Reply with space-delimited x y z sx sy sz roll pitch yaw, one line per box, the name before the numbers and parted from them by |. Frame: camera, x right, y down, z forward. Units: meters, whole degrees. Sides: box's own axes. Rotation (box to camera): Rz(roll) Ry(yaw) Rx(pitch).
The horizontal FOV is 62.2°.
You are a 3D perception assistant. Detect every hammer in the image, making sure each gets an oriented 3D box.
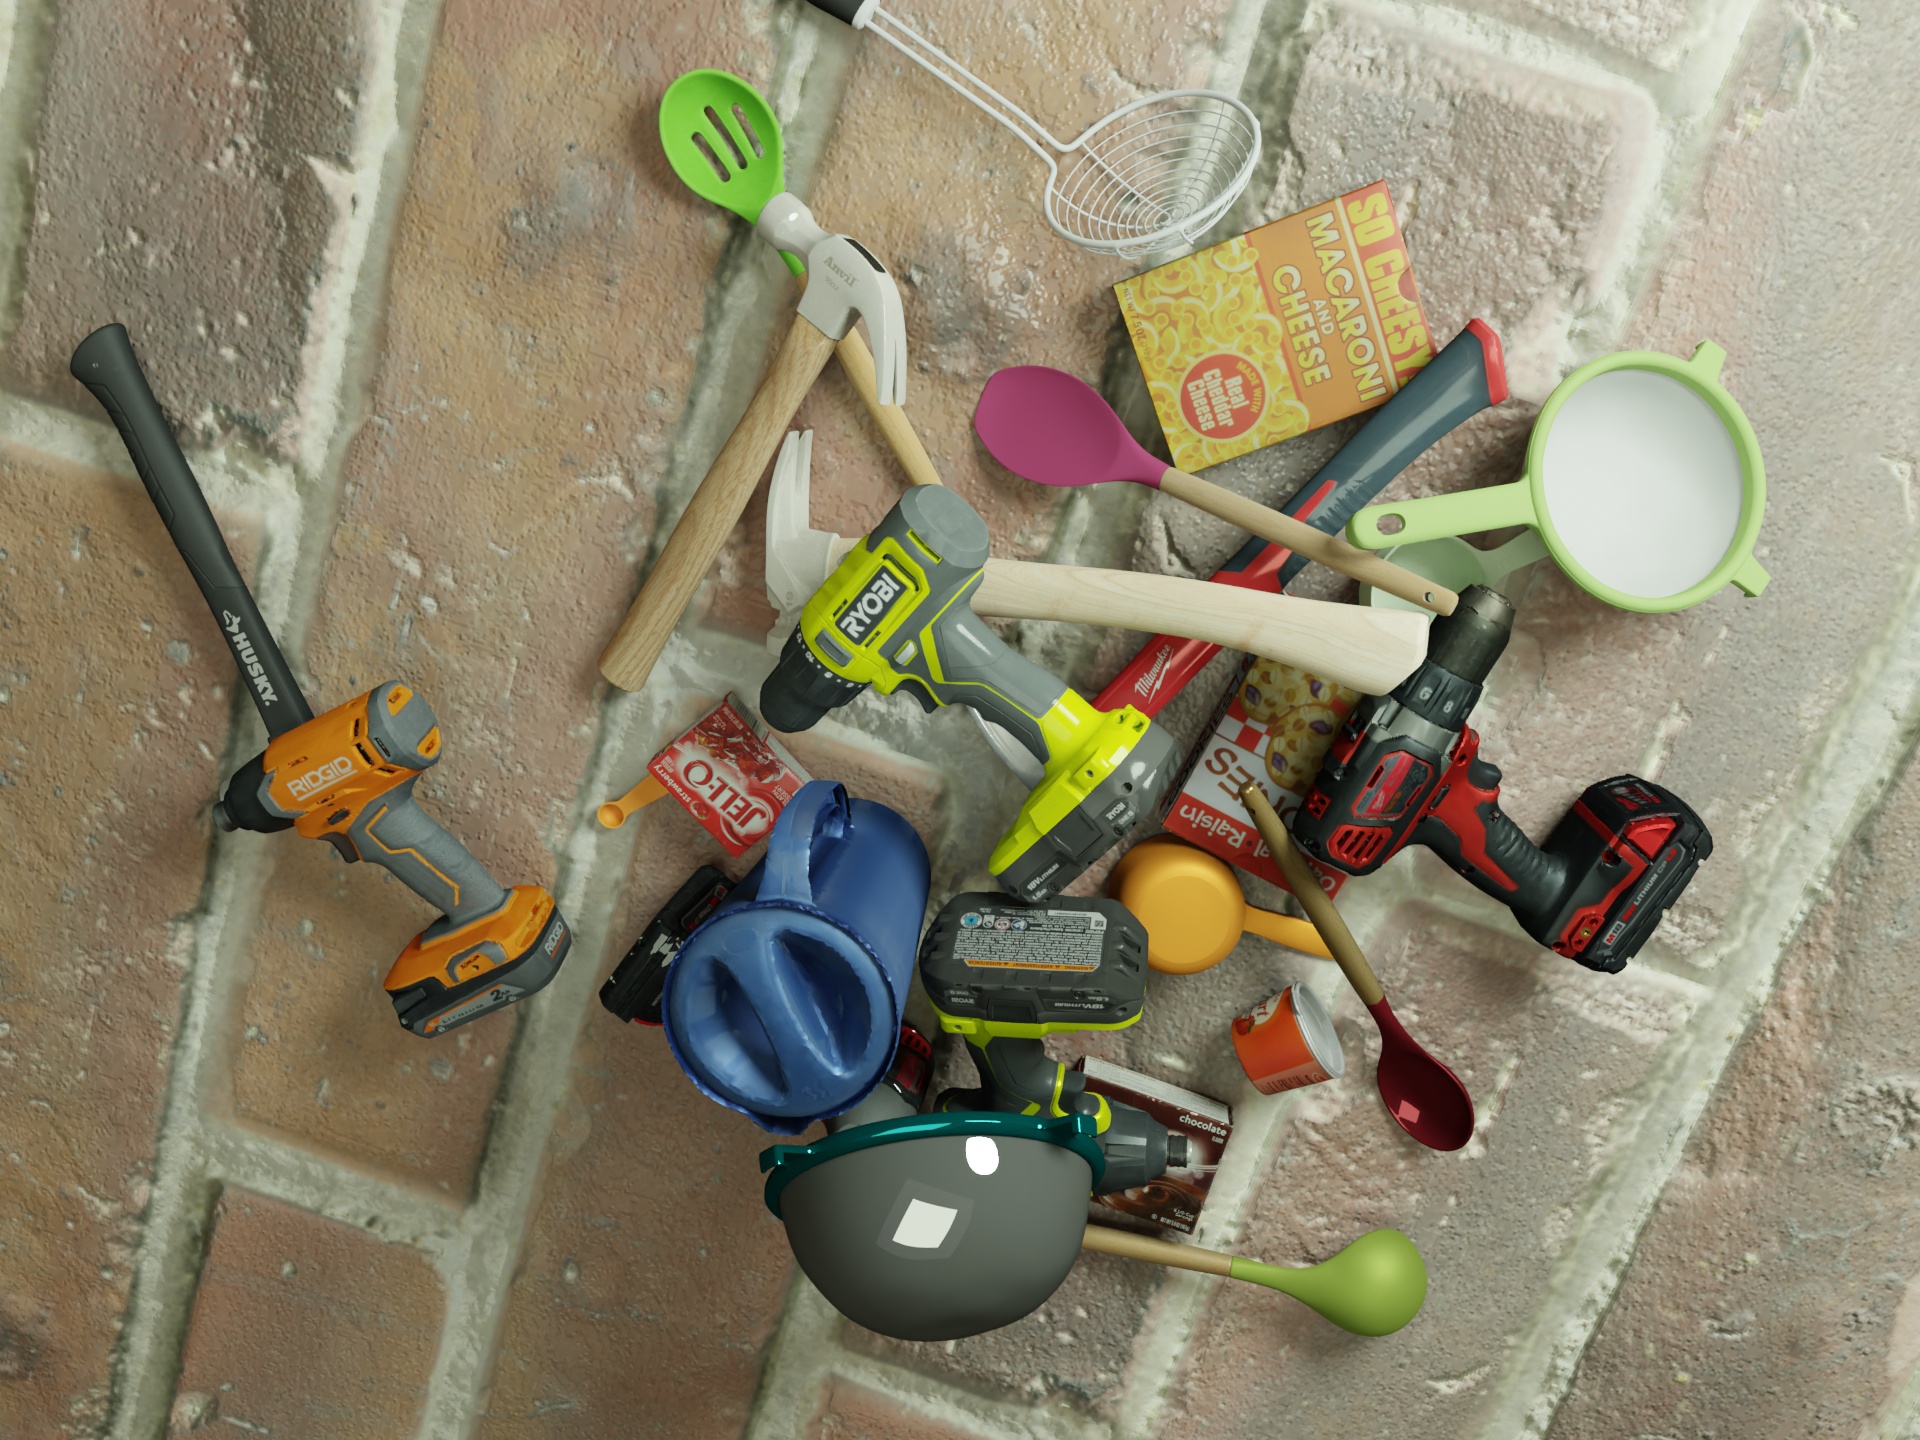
hammer | 0.166 -0.097 0.962 0.143 0.038 0.386 47 110 10
hammer | 0.070 -0.084 0.956 0.411 0.038 0.146 9 106 19
hammer | -0.498 -0.103 1.070 0.146 0.035 0.334 -19 102 12
hammer | -0.141 -0.148 0.990 0.130 0.031 0.331 42 116 14

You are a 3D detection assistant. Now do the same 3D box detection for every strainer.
strainer | 0.334 -0.125 0.921 0.256 0.069 0.151 -10 89 -10
strainer | -0.009 0.355 1.011 0.211 0.095 0.340 -6 144 -1

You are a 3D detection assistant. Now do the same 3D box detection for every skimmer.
skimmer | 0.000 -0.387 0.905 0.363 0.090 0.127 35 74 -1

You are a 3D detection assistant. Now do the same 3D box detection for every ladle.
ladle | 0.252 0.160 1.020 0.069 0.031 0.315 -7 125 48
ladle | 0.166 0.373 1.125 0.320 0.062 0.078 8 108 12

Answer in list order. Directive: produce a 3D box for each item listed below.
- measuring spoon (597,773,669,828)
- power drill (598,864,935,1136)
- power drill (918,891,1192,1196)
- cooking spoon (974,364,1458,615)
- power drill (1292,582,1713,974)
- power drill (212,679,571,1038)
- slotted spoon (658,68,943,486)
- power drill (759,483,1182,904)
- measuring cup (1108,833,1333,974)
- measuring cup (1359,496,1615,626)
measuring spoon | -0.200 0.038 1.088 0.117 0.011 0.021 -33 105 10
power drill | -0.120 0.205 1.055 0.219 0.143 0.078 38 109 -2
power drill | 0.060 0.215 1.004 0.171 0.080 0.223 1 129 10
cooking spoon | 0.143 -0.133 0.938 0.319 0.017 0.068 29 104 23
power drill | 0.336 0.037 0.963 0.226 0.080 0.188 25 107 -13
power drill | -0.386 0.100 1.072 0.164 0.084 0.226 -24 111 13
slotted spoon | -0.084 -0.254 0.985 0.070 0.031 0.313 -28 102 13
power drill | -0.002 -0.003 0.949 0.228 0.080 0.190 43 123 -1
measuring cup | 0.183 0.135 1.042 0.173 0.052 0.095 17 100 -1
measuring cup | 0.323 -0.098 0.980 0.167 0.038 0.083 -26 99 -4
